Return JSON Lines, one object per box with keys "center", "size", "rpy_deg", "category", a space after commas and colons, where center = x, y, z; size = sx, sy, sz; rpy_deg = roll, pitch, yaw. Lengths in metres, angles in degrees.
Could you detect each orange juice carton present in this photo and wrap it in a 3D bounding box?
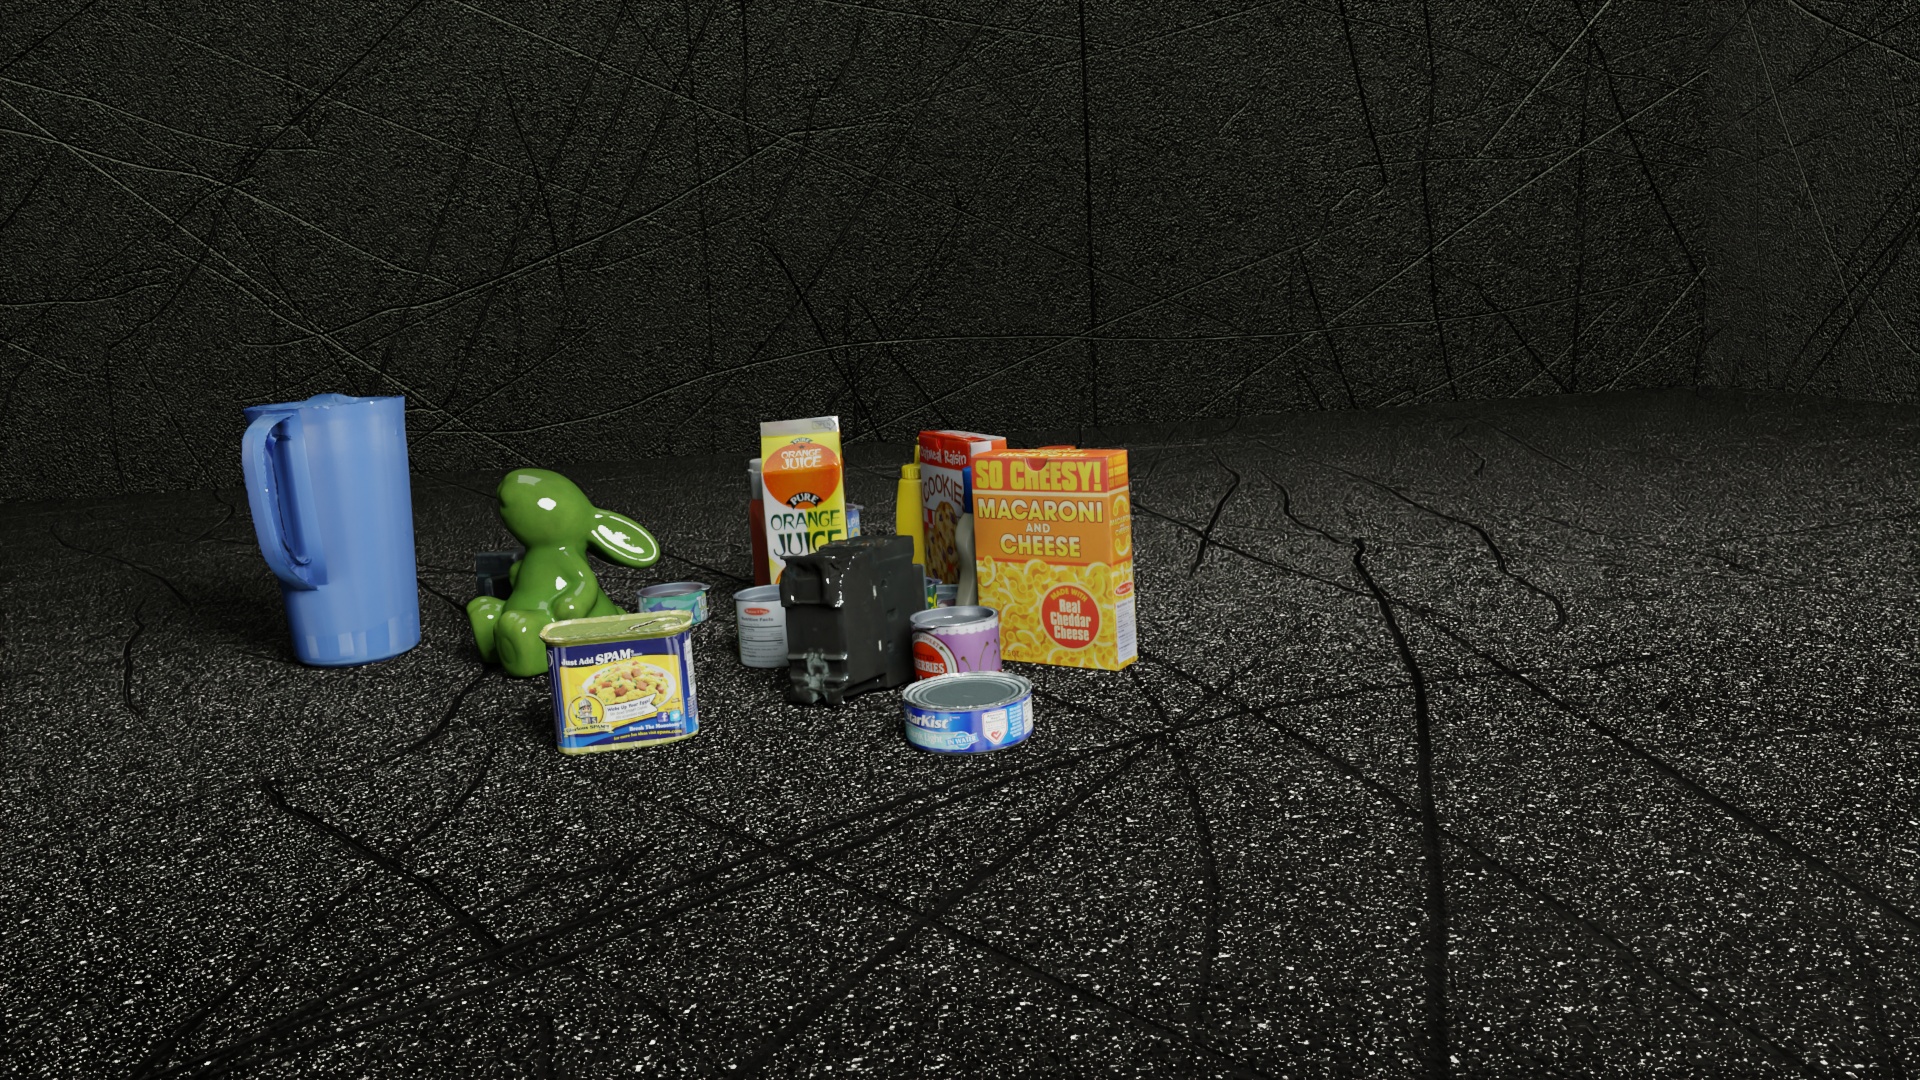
{"center": [-0.139, -0.015, 1.262], "size": [0.072, 0.192, 0.073], "rpy_deg": [-4, 9, -3], "category": "orange juice carton"}

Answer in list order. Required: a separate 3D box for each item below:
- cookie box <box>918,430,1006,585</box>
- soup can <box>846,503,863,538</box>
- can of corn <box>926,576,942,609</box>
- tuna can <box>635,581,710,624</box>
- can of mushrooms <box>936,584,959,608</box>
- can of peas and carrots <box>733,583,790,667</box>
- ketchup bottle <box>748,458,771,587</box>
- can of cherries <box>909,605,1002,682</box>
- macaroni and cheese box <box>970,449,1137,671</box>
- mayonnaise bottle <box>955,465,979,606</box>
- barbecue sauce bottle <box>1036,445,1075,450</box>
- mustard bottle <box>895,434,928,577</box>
{"center": [0.005, -0.016, 1.288], "size": [0.040, 0.167, 0.123], "rpy_deg": [-8, 10, -23], "category": "cookie box"}
{"center": [-0.135, 0.007, 1.462], "size": [0.071, 0.083, 0.071], "rpy_deg": [-4, 9, 1], "category": "soup can"}
{"center": [-0.049, 0.064, 1.163], "size": [0.071, 0.058, 0.071], "rpy_deg": [-4, 9, 1], "category": "can of corn"}
{"center": [-0.276, 0.062, 1.341], "size": [0.071, 0.032, 0.071], "rpy_deg": [-4, 9, 1], "category": "tuna can"}
{"center": [-0.021, 0.062, 1.238], "size": [0.071, 0.033, 0.071], "rpy_deg": [-4, 9, 1], "category": "can of mushrooms"}
{"center": [-0.153, 0.070, 1.165], "size": [0.071, 0.058, 0.071], "rpy_deg": [-4, 9, 1], "category": "can of peas and carrots"}
{"center": [-0.183, -0.006, 1.361], "size": [0.043, 0.148, 0.065], "rpy_deg": [-8, 10, -24], "category": "ketchup bottle"}
{"center": [-0.005, 0.083, 1.029], "size": [0.071, 0.058, 0.071], "rpy_deg": [-4, 9, 1], "category": "can of cherries"}
{"center": [0.073, 0.013, 1.090], "size": [0.123, 0.166, 0.040], "rpy_deg": [2, 11, 33], "category": "macaroni and cheese box"}
{"center": [0.024, 0.010, 1.180], "size": [0.065, 0.147, 0.041], "rpy_deg": [-7, 10, -20], "category": "mayonnaise bottle"}
{"center": [0.093, -0.013, 1.290], "size": [0.065, 0.148, 0.044], "rpy_deg": [0, 10, 22], "category": "barbecue sauce bottle"}
{"center": [-0.035, -0.027, 1.392], "size": [0.049, 0.160, 0.065], "rpy_deg": [2, 11, 34], "category": "mustard bottle"}
